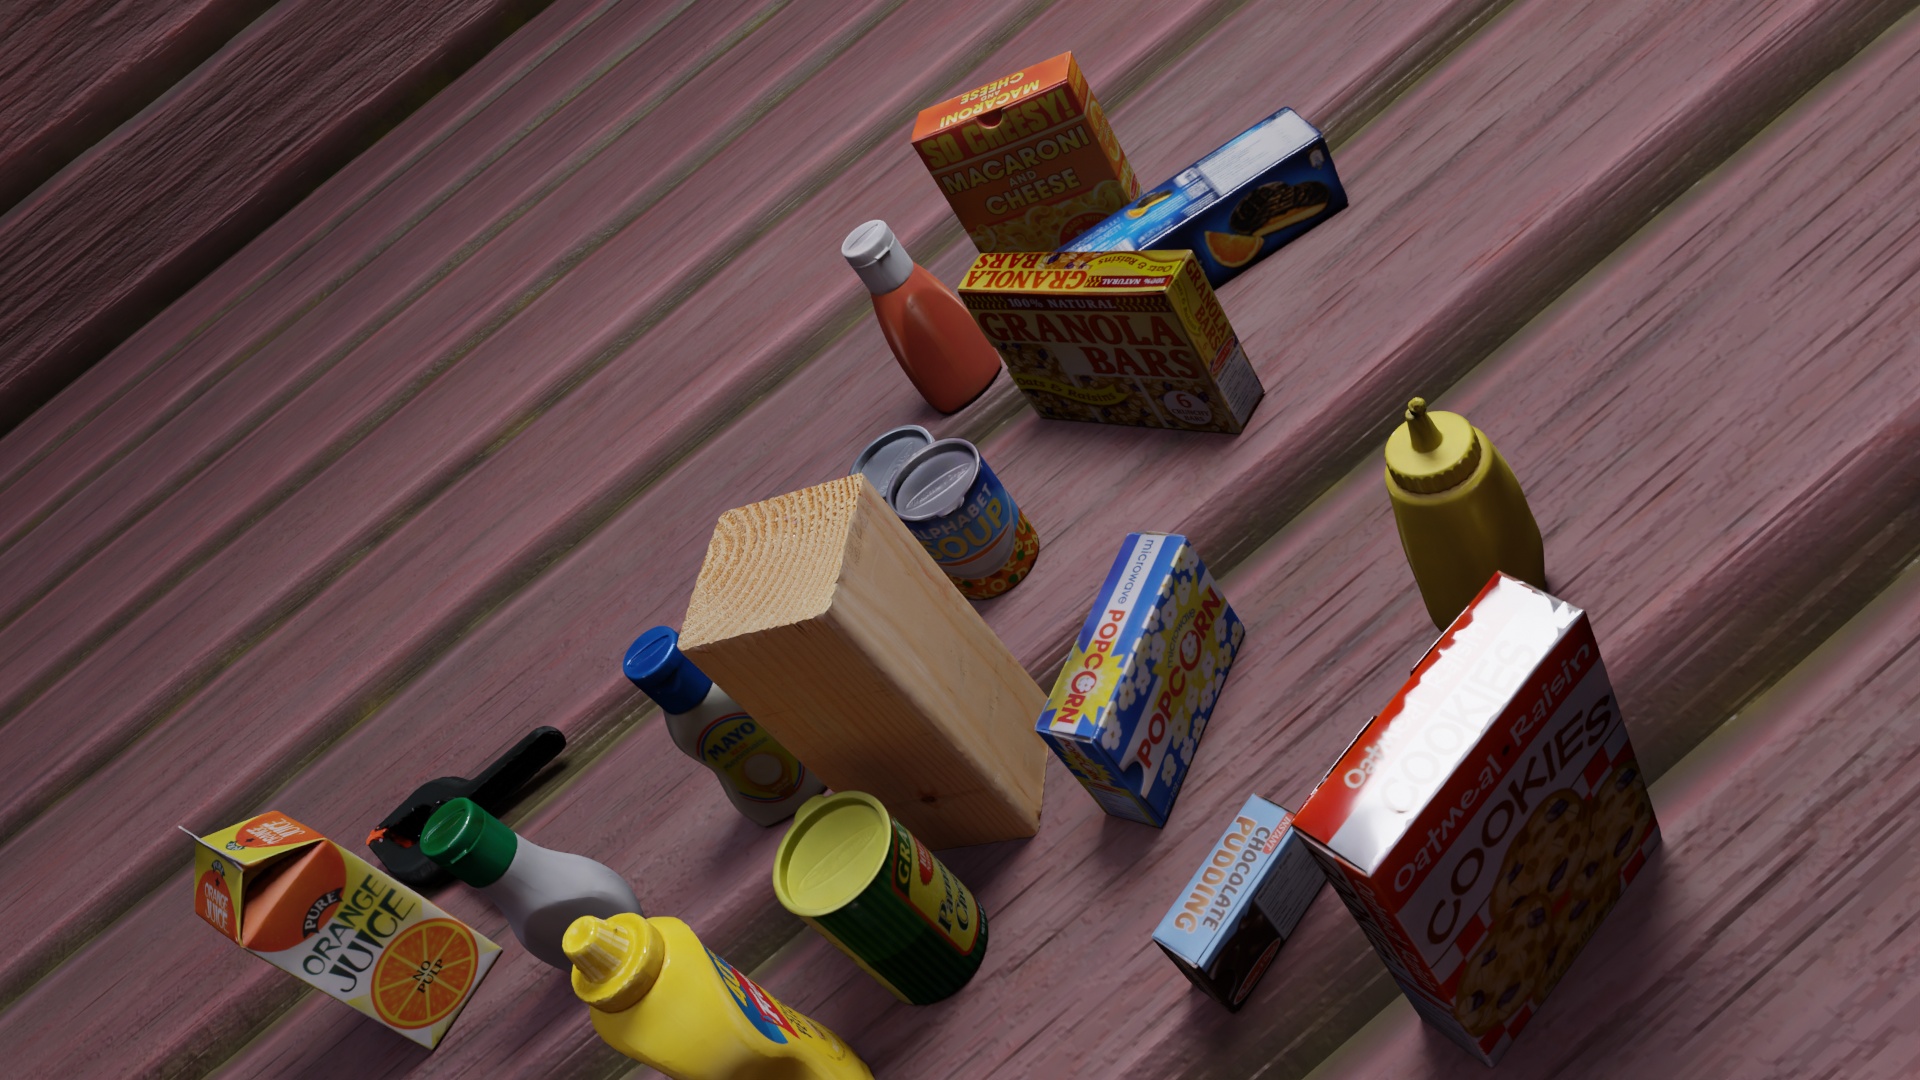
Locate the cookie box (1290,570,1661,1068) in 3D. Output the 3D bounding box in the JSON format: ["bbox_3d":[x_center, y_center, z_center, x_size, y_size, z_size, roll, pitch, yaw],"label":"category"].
[{"bbox_3d":[0.202,0.110,0.529,0.123,0.167,0.040,-47,39,-12],"label":"cookie box"}]

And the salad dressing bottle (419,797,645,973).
[{"bbox_3d":[-0.243,0.199,0.795,0.064,0.147,0.044,-37,39,2],"label":"salad dressing bottle"}]

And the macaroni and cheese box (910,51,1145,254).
[{"bbox_3d":[0.059,-0.251,0.997,0.123,0.166,0.040,-14,44,27],"label":"macaroni and cheese box"}]

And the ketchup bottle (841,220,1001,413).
[{"bbox_3d":[-0.030,-0.161,0.989,0.065,0.148,0.043,-44,39,-7],"label":"ketchup bottle"}]

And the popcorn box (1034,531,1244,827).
[{"bbox_3d":[0.096,0.070,0.716,0.038,0.085,0.127,4,54,40],"label":"popcorn box"}]

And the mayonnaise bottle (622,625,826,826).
[{"bbox_3d":[-0.136,0.106,0.806,0.065,0.147,0.041,-37,39,1],"label":"mayonnaise bottle"}]

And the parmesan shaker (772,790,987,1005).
[{"bbox_3d":[-0.038,0.178,0.696,0.071,0.102,0.072,-21,42,20],"label":"parmesan shaker"}]

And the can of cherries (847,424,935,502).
[{"bbox_3d":[-0.032,-0.034,0.937,0.071,0.058,0.072,-21,42,20],"label":"can of cherries"}]

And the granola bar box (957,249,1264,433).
[{"bbox_3d":[0.093,-0.126,0.881,0.165,0.124,0.039,10,58,43],"label":"granola bar box"}]

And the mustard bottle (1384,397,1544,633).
[{"bbox_3d":[0.228,-0.014,0.638,0.049,0.159,0.065,2,53,39],"label":"mustard bottle"}]

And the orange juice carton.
[{"bbox_3d":[-0.380,0.226,0.836,0.072,0.192,0.073,8,57,42],"label":"orange juice carton"}]

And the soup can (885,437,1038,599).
[{"bbox_3d":[0.003,-0.011,0.867,0.071,0.083,0.072,-21,42,20],"label":"soup can"}]

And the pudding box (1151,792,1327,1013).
[{"bbox_3d":[0.128,0.163,0.627,0.030,0.049,0.084,22,66,47],"label":"pudding box"}]
